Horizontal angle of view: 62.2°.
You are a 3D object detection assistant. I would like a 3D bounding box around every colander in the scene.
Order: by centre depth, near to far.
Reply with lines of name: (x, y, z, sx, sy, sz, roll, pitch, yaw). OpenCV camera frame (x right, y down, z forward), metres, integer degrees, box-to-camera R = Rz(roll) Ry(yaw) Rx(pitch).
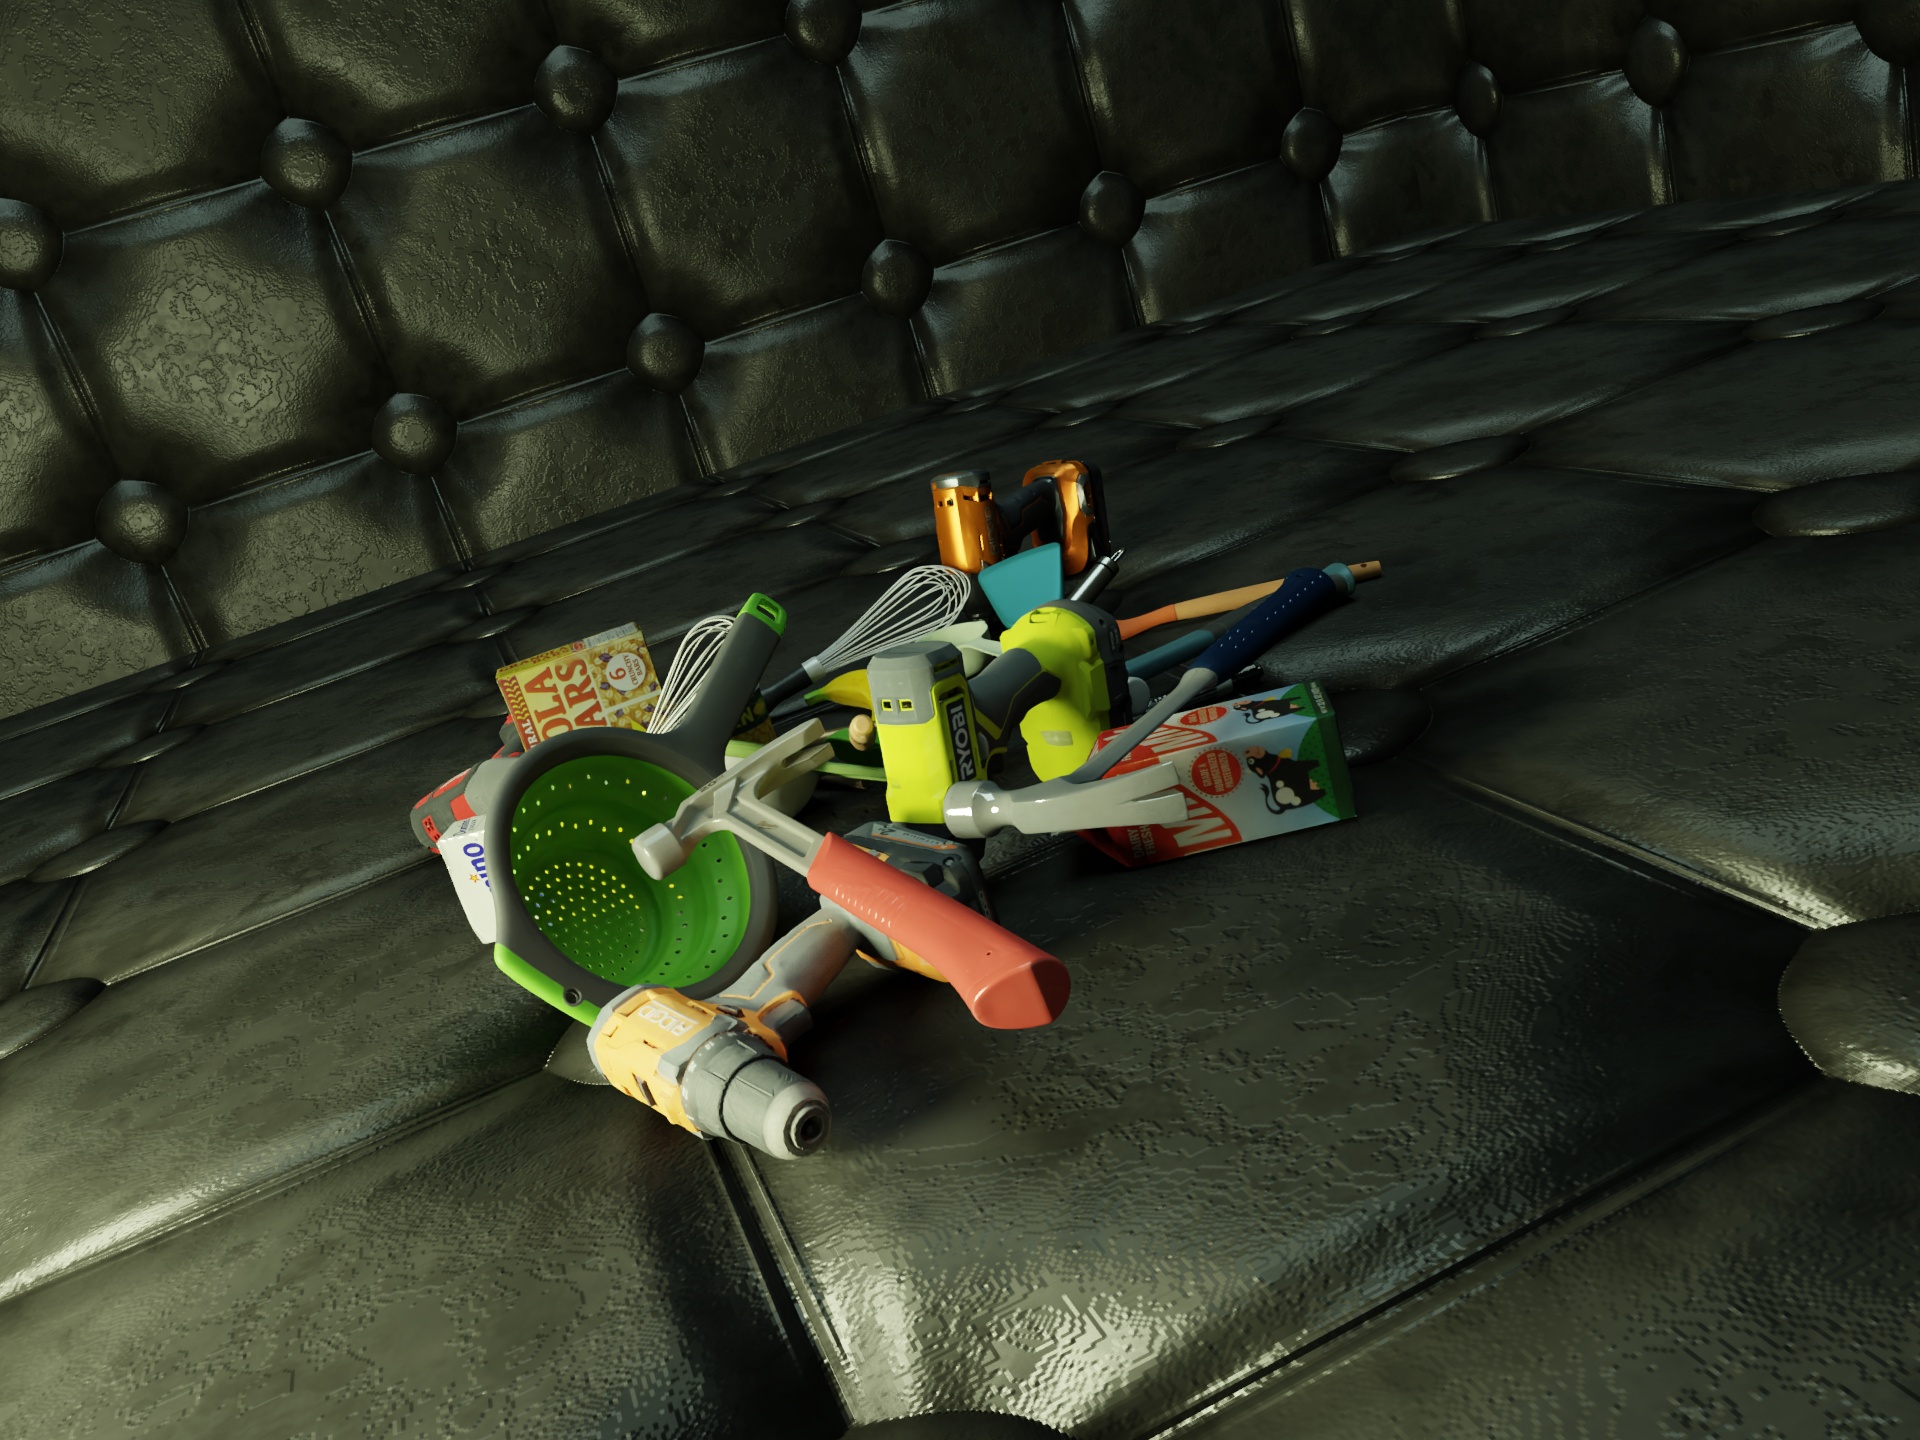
colander: (-0.211, 0.059, 1.109, 0.094, 0.204, 0.397, -42, 20, 41)

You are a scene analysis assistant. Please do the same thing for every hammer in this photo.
hammer: (-0.052, 0.084, 0.893, 0.149, 0.036, 0.359, -34, 29, -23)
hammer: (0.156, -0.022, 1.029, 0.144, 0.035, 0.405, -5, 19, 37)
hammer: (0.211, -0.070, 1.312, 0.331, 0.033, 0.128, -24, 15, -32)

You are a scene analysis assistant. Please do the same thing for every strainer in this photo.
strainer: (-0.129, 0.061, 1.240, 0.256, 0.069, 0.151, 5, -8, 11)
strainer: (0.057, -0.045, 1.258, 0.258, 0.050, 0.087, -50, 8, -17)

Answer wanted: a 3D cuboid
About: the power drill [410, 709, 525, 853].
power drill: (-0.403, 0.034, 1.481, 0.143, 0.078, 0.220, -27, 16, 26)

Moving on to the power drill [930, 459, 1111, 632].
power drill: (0.062, -0.186, 1.651, 0.084, 0.164, 0.226, 0, 12, 40)

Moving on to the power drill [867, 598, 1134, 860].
power drill: (0.030, 0.013, 1.092, 0.080, 0.171, 0.223, 0, 17, 37)

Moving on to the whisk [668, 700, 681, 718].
whisk: (-0.312, 0.026, 1.520, 0.051, 0.047, 0.245, -2, 17, 7)

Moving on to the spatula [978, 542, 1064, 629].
spatula: (0.060, -0.054, 1.336, 0.082, 0.044, 0.318, -20, 29, 12)

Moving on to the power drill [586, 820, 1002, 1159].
power drill: (-0.077, 0.154, 0.903, 0.226, 0.084, 0.185, -34, 27, -31)

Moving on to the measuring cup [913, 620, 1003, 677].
measuring cup: (0.019, -0.055, 1.468, 0.083, 0.038, 0.168, -27, 23, -27)

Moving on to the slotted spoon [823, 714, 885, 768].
slotted spoon: (-0.070, 0.013, 1.172, 0.070, 0.031, 0.314, 10, -4, -2)

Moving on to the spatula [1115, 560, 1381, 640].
spatula: (0.218, -0.110, 1.443, 0.322, 0.041, 0.081, -12, 42, 9)

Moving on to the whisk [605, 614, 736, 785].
whisk: (-0.253, 0.017, 1.310, 0.246, 0.059, 0.058, -54, 34, 4)

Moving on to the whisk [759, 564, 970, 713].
whisk: (-0.114, -0.065, 1.540, 0.284, 0.070, 0.070, -32, 21, -5)

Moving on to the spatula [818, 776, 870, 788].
spatula: (-0.201, 0.030, 1.384, 0.316, 0.018, 0.059, 9, 13, 37)

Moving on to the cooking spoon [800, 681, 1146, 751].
cooking spoon: (-0.002, -0.004, 1.332, 0.319, 0.017, 0.069, -10, 29, 1)
